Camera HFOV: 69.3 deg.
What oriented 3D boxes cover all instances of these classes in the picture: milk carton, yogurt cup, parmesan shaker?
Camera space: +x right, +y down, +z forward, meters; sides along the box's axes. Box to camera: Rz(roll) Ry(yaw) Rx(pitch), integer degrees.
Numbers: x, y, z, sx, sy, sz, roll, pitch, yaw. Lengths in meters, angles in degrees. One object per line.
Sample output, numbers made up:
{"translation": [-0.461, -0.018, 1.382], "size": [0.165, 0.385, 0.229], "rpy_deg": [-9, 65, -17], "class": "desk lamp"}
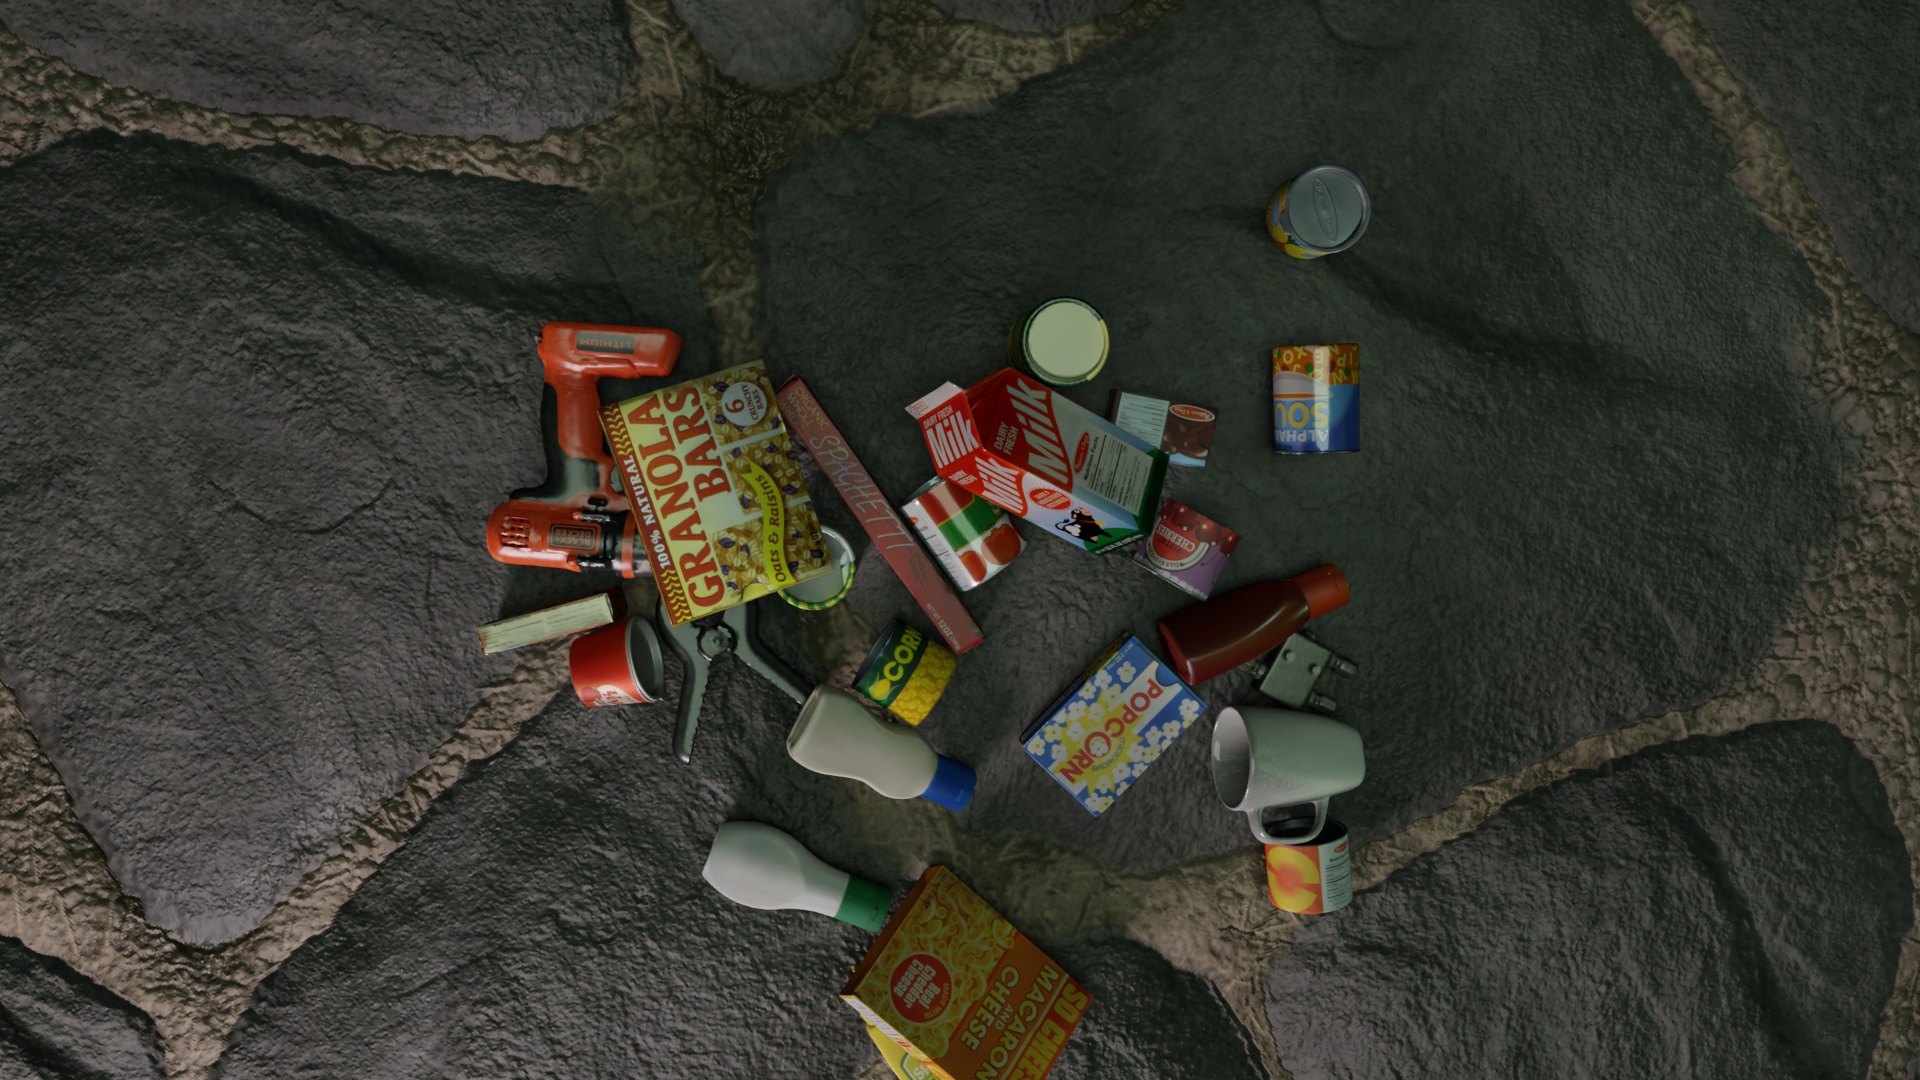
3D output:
{"translation": [0.054, -0.065, 1.031], "size": [0.190, 0.072, 0.074], "rpy_deg": [26, 66, -22], "class": "milk carton"}
{"translation": [-0.266, 0.096, 1.071], "size": [0.054, 0.072, 0.072], "rpy_deg": [-13, 97, 7], "class": "yogurt cup"}
{"translation": [0.073, -0.151, 1.043], "size": [0.071, 0.103, 0.071], "rpy_deg": [0, 95, -3], "class": "parmesan shaker"}

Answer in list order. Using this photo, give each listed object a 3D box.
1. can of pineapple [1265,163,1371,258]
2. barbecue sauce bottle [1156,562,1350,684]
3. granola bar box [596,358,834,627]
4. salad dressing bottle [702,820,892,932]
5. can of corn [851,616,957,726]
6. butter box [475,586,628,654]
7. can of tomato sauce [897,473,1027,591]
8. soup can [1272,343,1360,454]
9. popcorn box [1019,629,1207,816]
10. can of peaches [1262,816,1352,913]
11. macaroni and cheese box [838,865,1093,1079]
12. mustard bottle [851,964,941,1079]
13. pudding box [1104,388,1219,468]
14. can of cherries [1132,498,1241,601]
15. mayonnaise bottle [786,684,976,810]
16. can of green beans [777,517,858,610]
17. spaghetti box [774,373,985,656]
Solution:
{"translation": [0.272, -0.251, 1.066], "size": [0.071, 0.058, 0.071], "rpy_deg": [0, 96, -3], "class": "can of pineapple"}
{"translation": [0.233, 0.061, 1.096], "size": [0.149, 0.065, 0.043], "rpy_deg": [-22, 126, -9], "class": "barbecue sauce bottle"}
{"translation": [-0.177, -0.035, 1.007], "size": [0.124, 0.039, 0.165], "rpy_deg": [-19, 91, -13], "class": "granola bar box"}
{"translation": [-0.129, 0.270, 1.105], "size": [0.148, 0.044, 0.064], "rpy_deg": [22, 93, -6], "class": "salad dressing bottle"}
{"translation": [-0.042, 0.101, 1.079], "size": [0.058, 0.071, 0.071], "rpy_deg": [33, 94, -7], "class": "can of corn"}
{"translation": [-0.313, 0.061, 1.069], "size": [0.103, 0.053, 0.024], "rpy_deg": [-15, 94, -2], "class": "butter box"}
{"translation": [0.004, -0.013, 1.072], "size": [0.071, 0.071, 0.083], "rpy_deg": [-36, 97, 1], "class": "can of tomato sauce"}
{"translation": [0.273, -0.109, 1.075], "size": [0.071, 0.071, 0.083], "rpy_deg": [-3, 96, -3], "class": "soup can"}
{"translation": [0.120, 0.145, 1.108], "size": [0.085, 0.038, 0.126], "rpy_deg": [44, 92, -5], "class": "popcorn box"}
{"translation": [0.277, 0.260, 1.116], "size": [0.071, 0.071, 0.058], "rpy_deg": [-7, 97, -2], "class": "can of peaches"}
{"translation": [0.007, 0.358, 1.097], "size": [0.166, 0.040, 0.124], "rpy_deg": [42, 62, -7], "class": "macaroni and cheese box"}
{"translation": [-0.035, 0.403, 1.120], "size": [0.065, 0.049, 0.160], "rpy_deg": [-43, 96, -2], "class": "mustard bottle"}
{"translation": [0.155, -0.088, 1.090], "size": [0.084, 0.030, 0.049], "rpy_deg": [11, 94, -4], "class": "pudding box"}
{"translation": [0.175, 0.006, 1.081], "size": [0.071, 0.071, 0.058], "rpy_deg": [29, 94, -5], "class": "can of cherries"}
{"translation": [-0.058, 0.168, 1.085], "size": [0.148, 0.041, 0.064], "rpy_deg": [27, 94, -20], "class": "mayonnaise bottle"}
{"translation": [-0.112, 0.017, 1.073], "size": [0.071, 0.058, 0.071], "rpy_deg": [0, 96, -3], "class": "can of green beans"}
{"translation": [-0.064, -0.020, 1.076], "size": [0.029, 0.050, 0.250], "rpy_deg": [-36, 96, 0], "class": "spaghetti box"}
